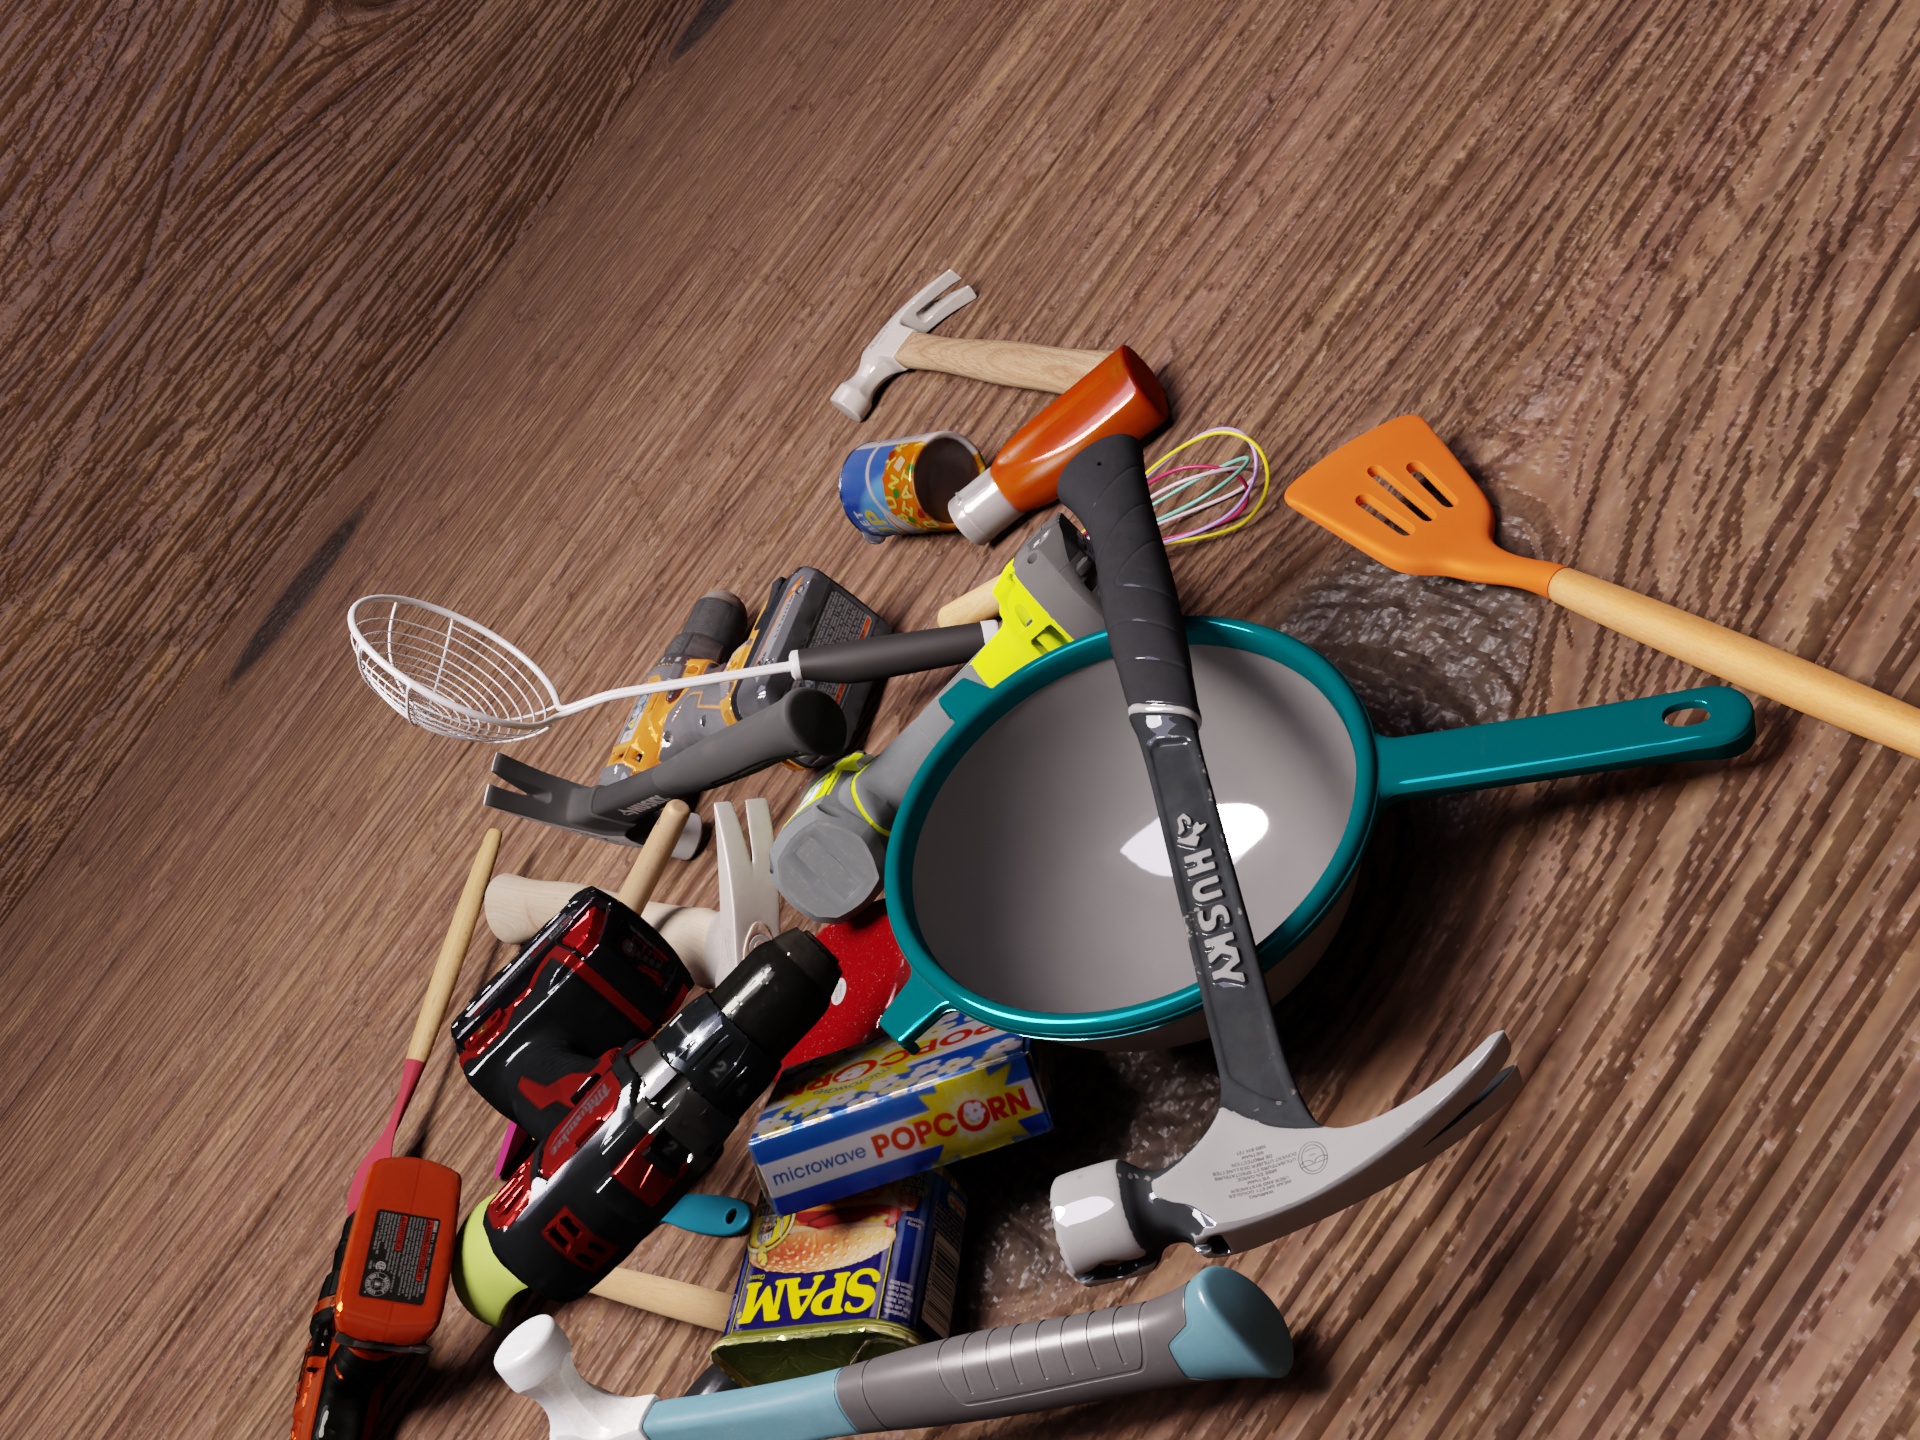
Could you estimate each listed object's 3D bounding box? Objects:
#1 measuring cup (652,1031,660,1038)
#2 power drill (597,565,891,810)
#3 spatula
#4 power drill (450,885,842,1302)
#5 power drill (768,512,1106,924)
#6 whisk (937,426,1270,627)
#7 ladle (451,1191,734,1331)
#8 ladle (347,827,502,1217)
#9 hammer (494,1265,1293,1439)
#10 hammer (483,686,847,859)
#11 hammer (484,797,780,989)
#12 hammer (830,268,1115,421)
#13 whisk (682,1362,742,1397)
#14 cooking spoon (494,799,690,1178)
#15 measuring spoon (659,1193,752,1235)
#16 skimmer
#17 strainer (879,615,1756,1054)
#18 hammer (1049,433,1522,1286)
[{"bbox_3d":[-0.192,0.214,0.917,0.095,0.052,0.174,-34,15,-8],"label":"measuring cup"},{"bbox_3d":[-0.147,-0.032,1.081,0.226,0.084,0.185,-19,43,47],"label":"power drill"},{"bbox_3d":[0.255,-0.054,0.632,0.081,0.041,0.323,-32,33,-11],"label":"spatula"},{"bbox_3d":[-0.155,0.153,0.767,0.188,0.080,0.227,-46,23,-9],"label":"power drill"},{"bbox_3d":[-0.001,-0.003,0.838,0.223,0.080,0.171,-44,6,11],"label":"power drill"},{"bbox_3d":[0.074,-0.095,0.902,0.245,0.047,0.051,-26,29,42],"label":"whisk"},{"bbox_3d":[-0.165,0.295,0.826,0.320,0.062,0.078,-5,63,41],"label":"ladle"},{"bbox_3d":[-0.378,0.219,1.134,0.069,0.031,0.316,-39,35,53],"label":"ladle"},{"bbox_3d":[-0.031,0.262,0.620,0.331,0.128,0.033,-23,17,27],"label":"hammer"},{"bbox_3d":[-0.162,0.030,0.914,0.335,0.146,0.035,-21,56,56],"label":"hammer"},{"bbox_3d":[-0.224,0.118,1.018,0.411,0.038,0.146,-1,91,55],"label":"hammer"},{"bbox_3d":[0.018,-0.260,1.138,0.130,0.031,0.332,-55,33,-5],"label":"hammer"},{"bbox_3d":[-0.179,0.410,0.713,0.284,0.070,0.070,-54,32,-12],"label":"whisk"},{"bbox_3d":[-0.225,0.165,0.948,0.318,0.017,0.069,-59,19,30],"label":"cooking spoon"},{"bbox_3d":[-0.155,0.259,0.853,0.128,0.021,0.042,-13,49,47],"label":"measuring spoon"},{"bbox_3d":[-0.159,-0.050,0.919,0.363,0.090,0.127,-8,21,-2],"label":"skimmer"},{"bbox_3d":[0.139,0.051,0.648,0.340,0.095,0.211,-11,45,22],"label":"strainer"},{"bbox_3d":[0.088,0.010,0.621,0.149,0.036,0.409,-20,42,13],"label":"hammer"}]
